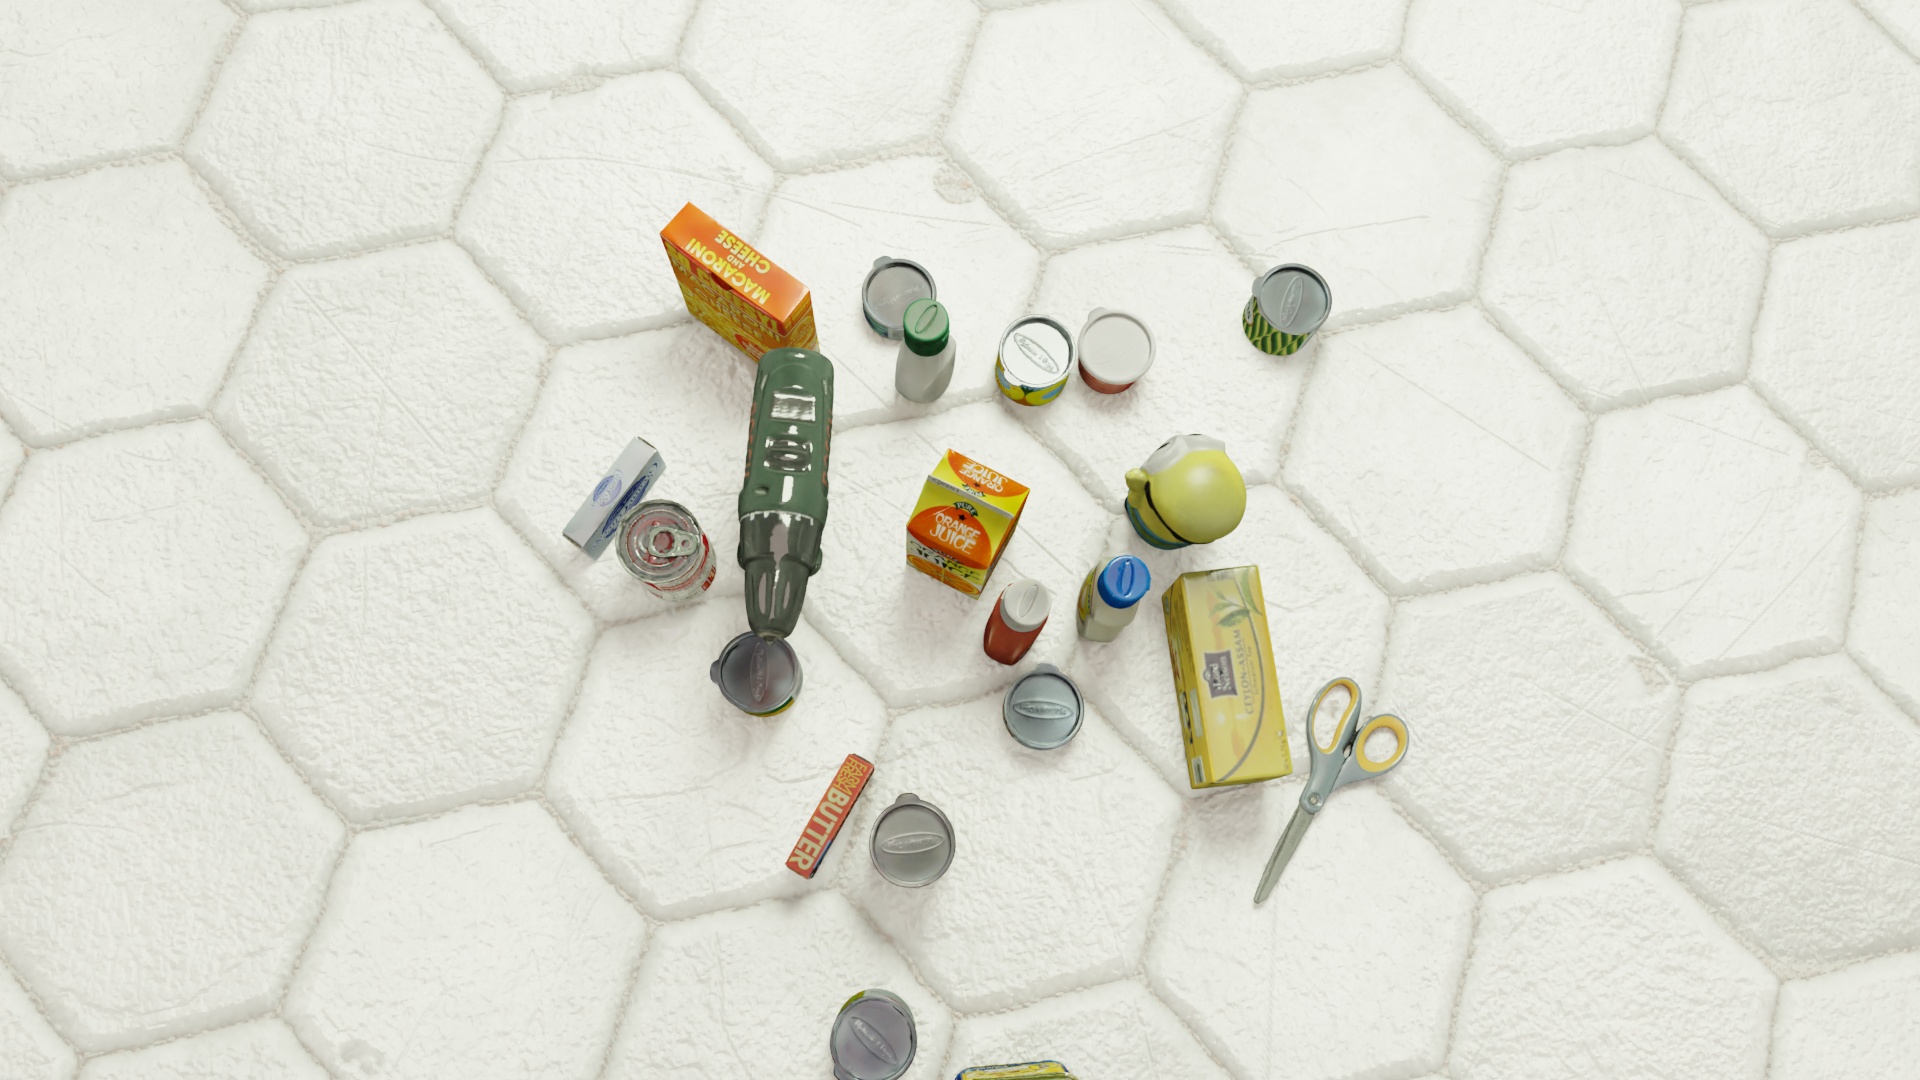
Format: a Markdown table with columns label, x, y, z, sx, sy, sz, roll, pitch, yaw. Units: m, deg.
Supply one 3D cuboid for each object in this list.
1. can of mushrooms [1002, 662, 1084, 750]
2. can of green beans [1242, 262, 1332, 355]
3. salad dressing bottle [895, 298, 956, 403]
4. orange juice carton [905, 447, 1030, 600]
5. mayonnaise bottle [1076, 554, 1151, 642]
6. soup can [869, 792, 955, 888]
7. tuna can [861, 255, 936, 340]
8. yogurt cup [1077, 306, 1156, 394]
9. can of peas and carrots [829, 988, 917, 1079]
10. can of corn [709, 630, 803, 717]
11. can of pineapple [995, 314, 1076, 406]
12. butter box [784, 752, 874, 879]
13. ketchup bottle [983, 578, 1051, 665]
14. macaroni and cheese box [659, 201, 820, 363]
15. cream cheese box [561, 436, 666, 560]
| label | x | y | z | sx | sy | sz | roll | pitch | yaw |
| --- | --- | --- | --- | --- | --- | --- | --- | --- | --- |
| can of mushrooms | 0.068 | 0.138 | 1.151 | 0.071 | 0.033 | 0.071 | 1 | 78 | -2 |
| can of green beans | 0.287 | -0.203 | 1.225 | 0.071 | 0.057 | 0.071 | 1 | 78 | -2 |
| salad dressing bottle | -0.029 | -0.158 | 1.155 | 0.044 | 0.147 | 0.064 | 33 | 79 | 5 |
| orange juice carton | 0.004 | -0.014 | 1.101 | 0.072 | 0.192 | 0.073 | 27 | 78 | 3 |
| mayonnaise bottle | 0.122 | 0.042 | 1.117 | 0.041 | 0.147 | 0.065 | 9 | 78 | 0 |
| soup can | -0.038 | 0.237 | 1.099 | 0.071 | 0.083 | 0.071 | 1 | 78 | -2 |
| tuna can | -0.055 | -0.214 | 1.225 | 0.071 | 0.032 | 0.071 | 1 | 78 | -2 |
| yogurt cup | 0.133 | -0.161 | 1.211 | 0.072 | 0.054 | 0.072 | 1 | 78 | -2 |
| can of peas and carrots | -0.068 | 0.386 | 1.077 | 0.071 | 0.058 | 0.071 | 1 | 78 | -2 |
| can of corn | -0.165 | 0.110 | 1.135 | 0.071 | 0.058 | 0.071 | 1 | 78 | -2 |
| can of pineapple | 0.062 | -0.154 | 1.204 | 0.071 | 0.057 | 0.071 | 1 | 78 | -2 |
| butter box | -0.104 | 0.221 | 1.115 | 0.024 | 0.053 | 0.104 | 29 | 78 | 4 |
| ketchup bottle | 0.046 | 0.060 | 1.109 | 0.043 | 0.148 | 0.065 | 25 | 78 | 3 |
| macaroni and cheese box | -0.178 | -0.196 | 1.147 | 0.124 | 0.166 | 0.040 | 36 | 79 | 5 |
| cream cheese box | -0.289 | -0.035 | 1.164 | 0.024 | 0.053 | 0.104 | 33 | 78 | 5 |
